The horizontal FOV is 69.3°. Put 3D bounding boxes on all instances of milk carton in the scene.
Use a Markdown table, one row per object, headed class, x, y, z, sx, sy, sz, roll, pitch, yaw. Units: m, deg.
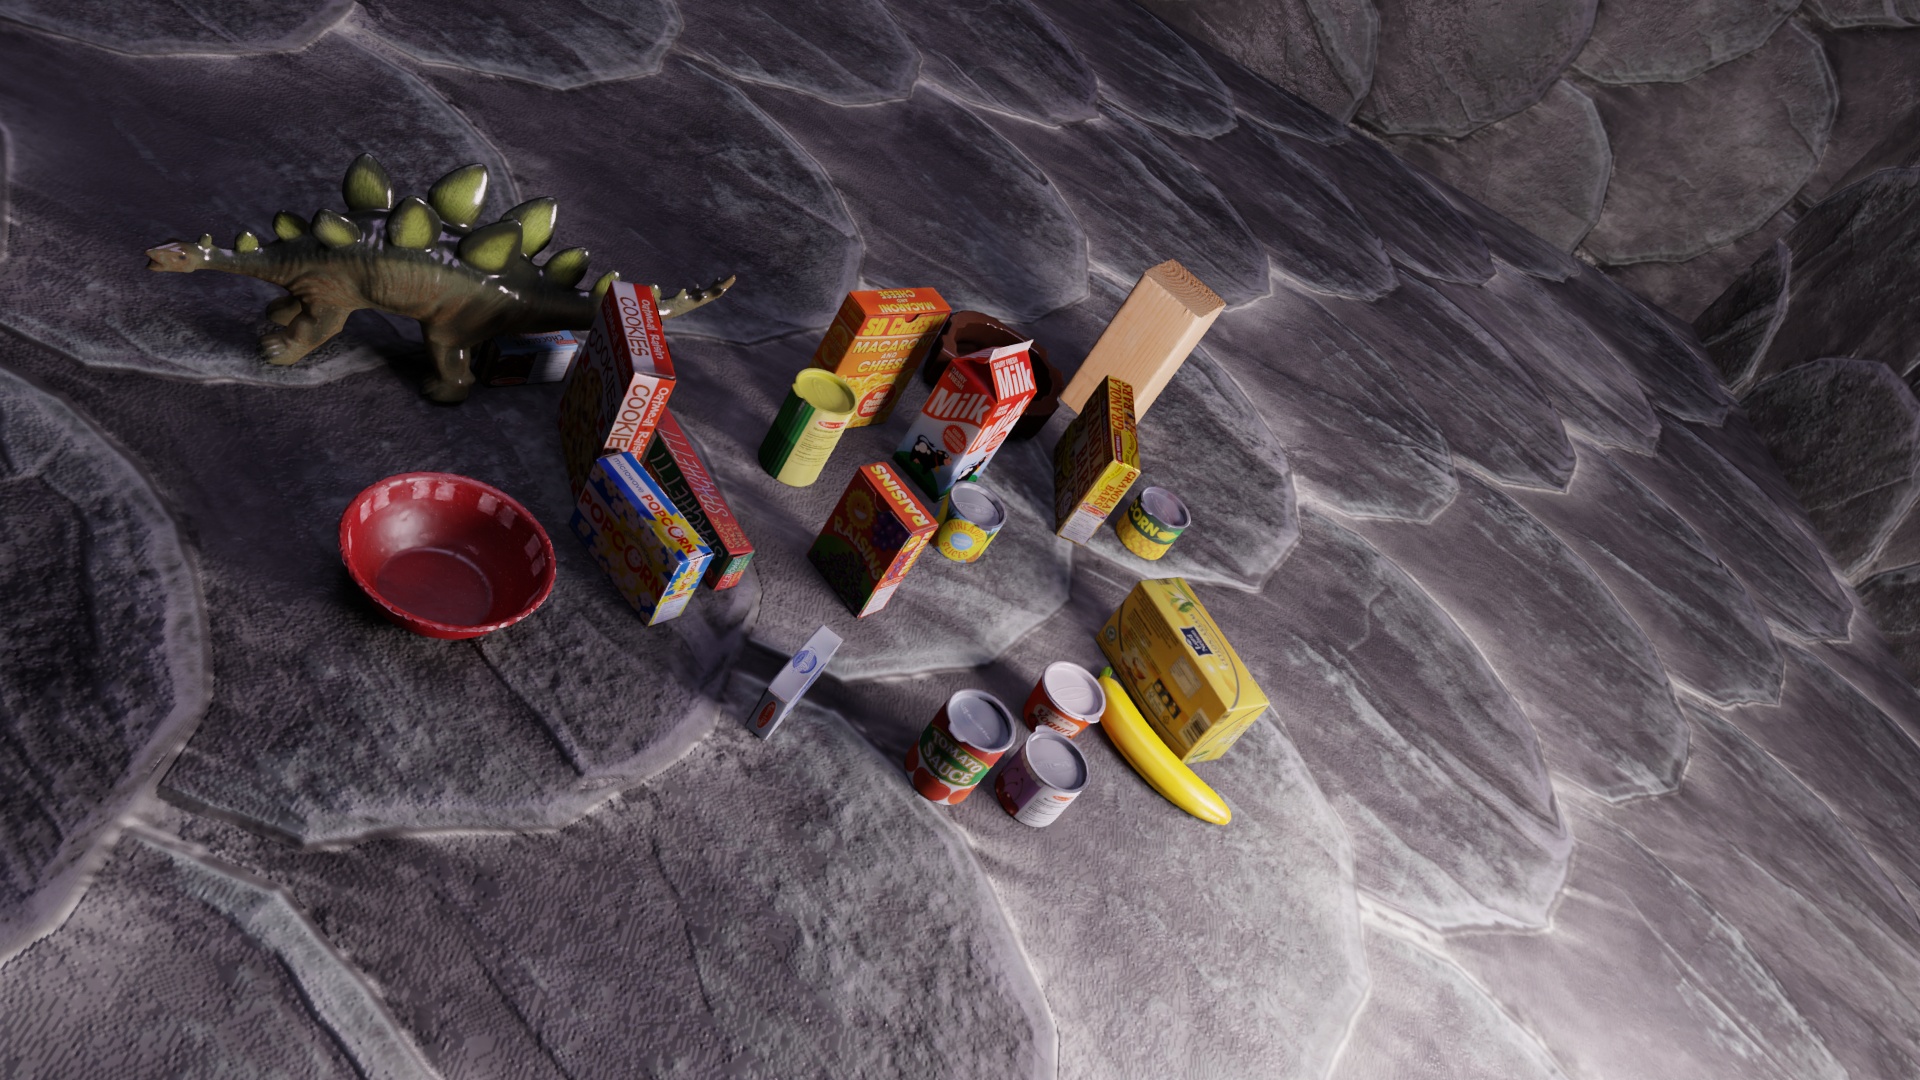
| class | x | y | z | sx | sy | sz | roll | pitch | yaw |
| --- | --- | --- | --- | --- | --- | --- | --- | --- | --- |
| milk carton | 0.012 | -0.136 | 1.463 | 0.073 | 0.189 | 0.072 | 47 | 38 | 15 |

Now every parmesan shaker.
| class | x | y | z | sx | sy | sz | roll | pitch | yaw |
| --- | --- | --- | --- | --- | --- | --- | --- | --- | --- |
| parmesan shaker | -0.155 | -0.112 | 1.381 | 0.071 | 0.102 | 0.072 | 21 | 38 | -18 |

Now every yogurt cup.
| class | x | y | z | sx | sy | sz | roll | pitch | yaw |
| --- | --- | --- | --- | --- | --- | --- | --- | --- | --- |
| yogurt cup | 0.095 | 0.156 | 1.317 | 0.072 | 0.053 | 0.073 | 21 | 38 | -18 |

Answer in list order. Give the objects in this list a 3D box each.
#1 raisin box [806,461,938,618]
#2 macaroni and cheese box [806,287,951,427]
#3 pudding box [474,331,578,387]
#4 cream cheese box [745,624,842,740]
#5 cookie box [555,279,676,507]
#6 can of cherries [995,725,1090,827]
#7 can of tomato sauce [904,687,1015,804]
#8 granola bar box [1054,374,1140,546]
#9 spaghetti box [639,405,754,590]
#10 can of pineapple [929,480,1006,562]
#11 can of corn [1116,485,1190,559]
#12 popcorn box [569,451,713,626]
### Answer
| class | x | y | z | sx | sy | sz | roll | pitch | yaw |
| --- | --- | --- | --- | --- | --- | --- | --- | --- | --- |
| raisin box | -0.084 | 0.000 | 1.294 | 0.040 | 0.122 | 0.086 | -17 | 60 | -47 |
| macaroni and cheese box | -0.097 | -0.188 | 1.458 | 0.124 | 0.165 | 0.040 | -13 | 58 | -46 |
| pudding box | -0.406 | -0.173 | 1.300 | 0.084 | 0.049 | 0.030 | -13 | 57 | -45 |
| cream cheese box | -0.141 | 0.119 | 1.176 | 0.024 | 0.053 | 0.104 | 36 | 36 | 2 |
| cookie box | -0.306 | -0.127 | 1.227 | 0.040 | 0.166 | 0.123 | 6 | 45 | -34 |
| can of cherries | 0.072 | 0.210 | 1.235 | 0.071 | 0.058 | 0.072 | 21 | 38 | -18 |
| can of tomato sauce | -0.002 | 0.178 | 1.192 | 0.071 | 0.082 | 0.071 | 21 | 38 | -18 |
| granola bar box | 0.153 | -0.093 | 1.580 | 0.039 | 0.123 | 0.166 | 23 | 38 | -16 |
| spaghetti box | -0.265 | -0.063 | 1.286 | 0.029 | 0.050 | 0.251 | -9 | 54 | -43 |
| can of pineapple | 0.005 | -0.018 | 1.438 | 0.071 | 0.057 | 0.071 | 21 | 38 | -18 |
| can of corn | 0.220 | -0.020 | 1.606 | 0.071 | 0.058 | 0.071 | 21 | 38 | -18 |
| popcorn box | -0.274 | -0.002 | 1.182 | 0.127 | 0.084 | 0.038 | 48 | 38 | 17 |
